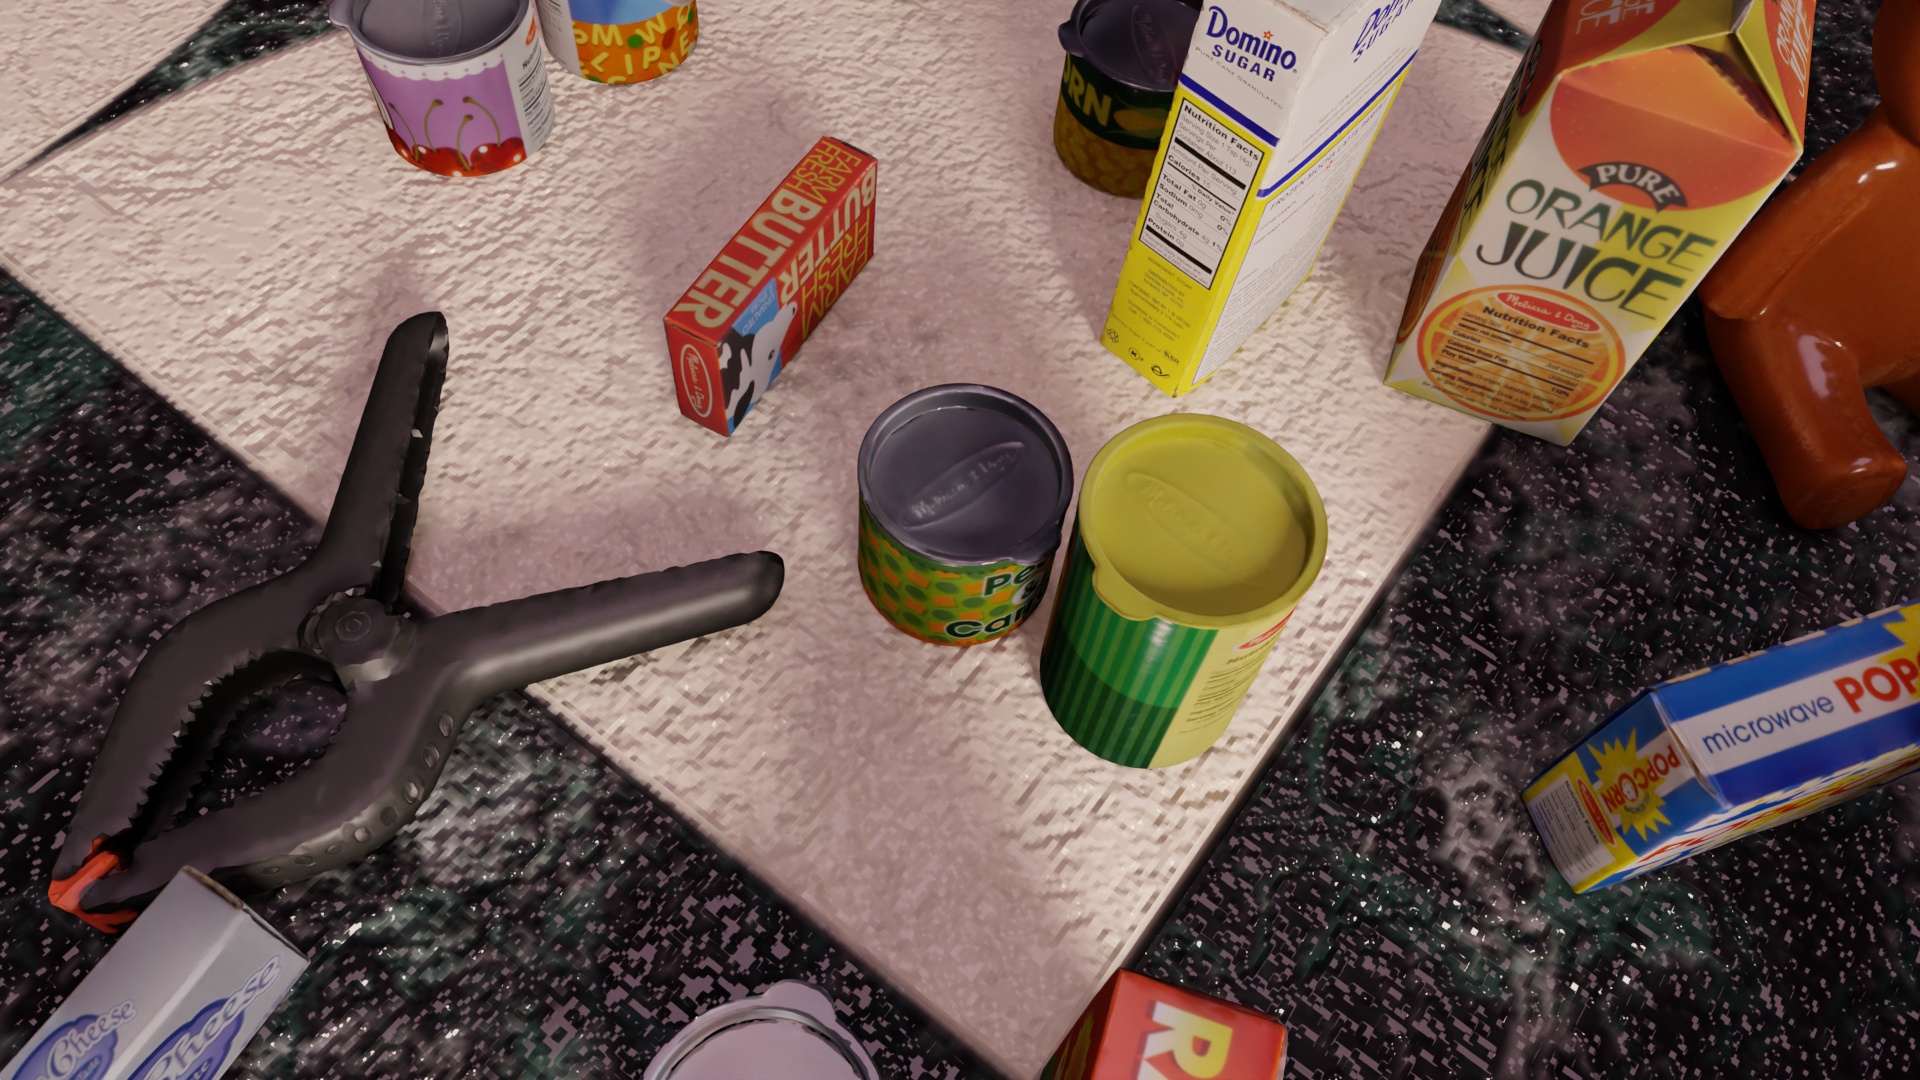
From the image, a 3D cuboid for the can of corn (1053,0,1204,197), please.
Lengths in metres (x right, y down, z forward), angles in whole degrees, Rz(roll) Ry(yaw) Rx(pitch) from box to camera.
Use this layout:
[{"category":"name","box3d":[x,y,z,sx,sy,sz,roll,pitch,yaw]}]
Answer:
[{"category":"can of corn","box3d":[0.070,-0.180,0.553,0.071,0.058,0.071,2,59,-3]}]

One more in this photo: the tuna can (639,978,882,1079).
[{"category":"tuna can","box3d":[-0.051,0.153,0.360,0.071,0.032,0.071,2,59,-3]}]

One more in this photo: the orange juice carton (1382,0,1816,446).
[{"category":"orange juice carton","box3d":[0.209,-0.121,0.452,0.073,0.191,0.072,20,60,7]}]

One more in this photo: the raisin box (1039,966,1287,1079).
[{"category":"raisin box","box3d":[0.032,0.156,0.313,0.040,0.122,0.086,18,60,6]}]

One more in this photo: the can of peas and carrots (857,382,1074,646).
[{"category":"can of peas and carrots","box3d":[0.002,-0.006,0.444,0.071,0.058,0.071,2,59,-3]}]

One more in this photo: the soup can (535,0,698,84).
[{"category":"soup can","box3d":[-0.138,-0.237,0.556,0.071,0.083,0.071,2,59,-3]}]

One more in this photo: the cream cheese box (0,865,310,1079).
[{"category":"cream cheese box","box3d":[-0.212,0.137,0.344,0.024,0.053,0.104,27,61,11]}]

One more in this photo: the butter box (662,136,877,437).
[{"category":"butter box","box3d":[-0.065,-0.091,0.493,0.024,0.053,0.104,27,61,11]}]

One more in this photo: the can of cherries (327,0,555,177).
[{"category":"can of cherries","box3d":[-0.197,-0.183,0.533,0.071,0.058,0.072,2,59,-3]}]

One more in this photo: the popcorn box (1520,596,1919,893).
[{"category":"popcorn box","box3d":[0.243,0.059,0.410,0.127,0.084,0.038,-15,62,-13]}]

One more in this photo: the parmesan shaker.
[{"category":"parmesan shaker","box3d":[0.058,0.020,0.407,0.071,0.102,0.071,2,59,-3]}]
